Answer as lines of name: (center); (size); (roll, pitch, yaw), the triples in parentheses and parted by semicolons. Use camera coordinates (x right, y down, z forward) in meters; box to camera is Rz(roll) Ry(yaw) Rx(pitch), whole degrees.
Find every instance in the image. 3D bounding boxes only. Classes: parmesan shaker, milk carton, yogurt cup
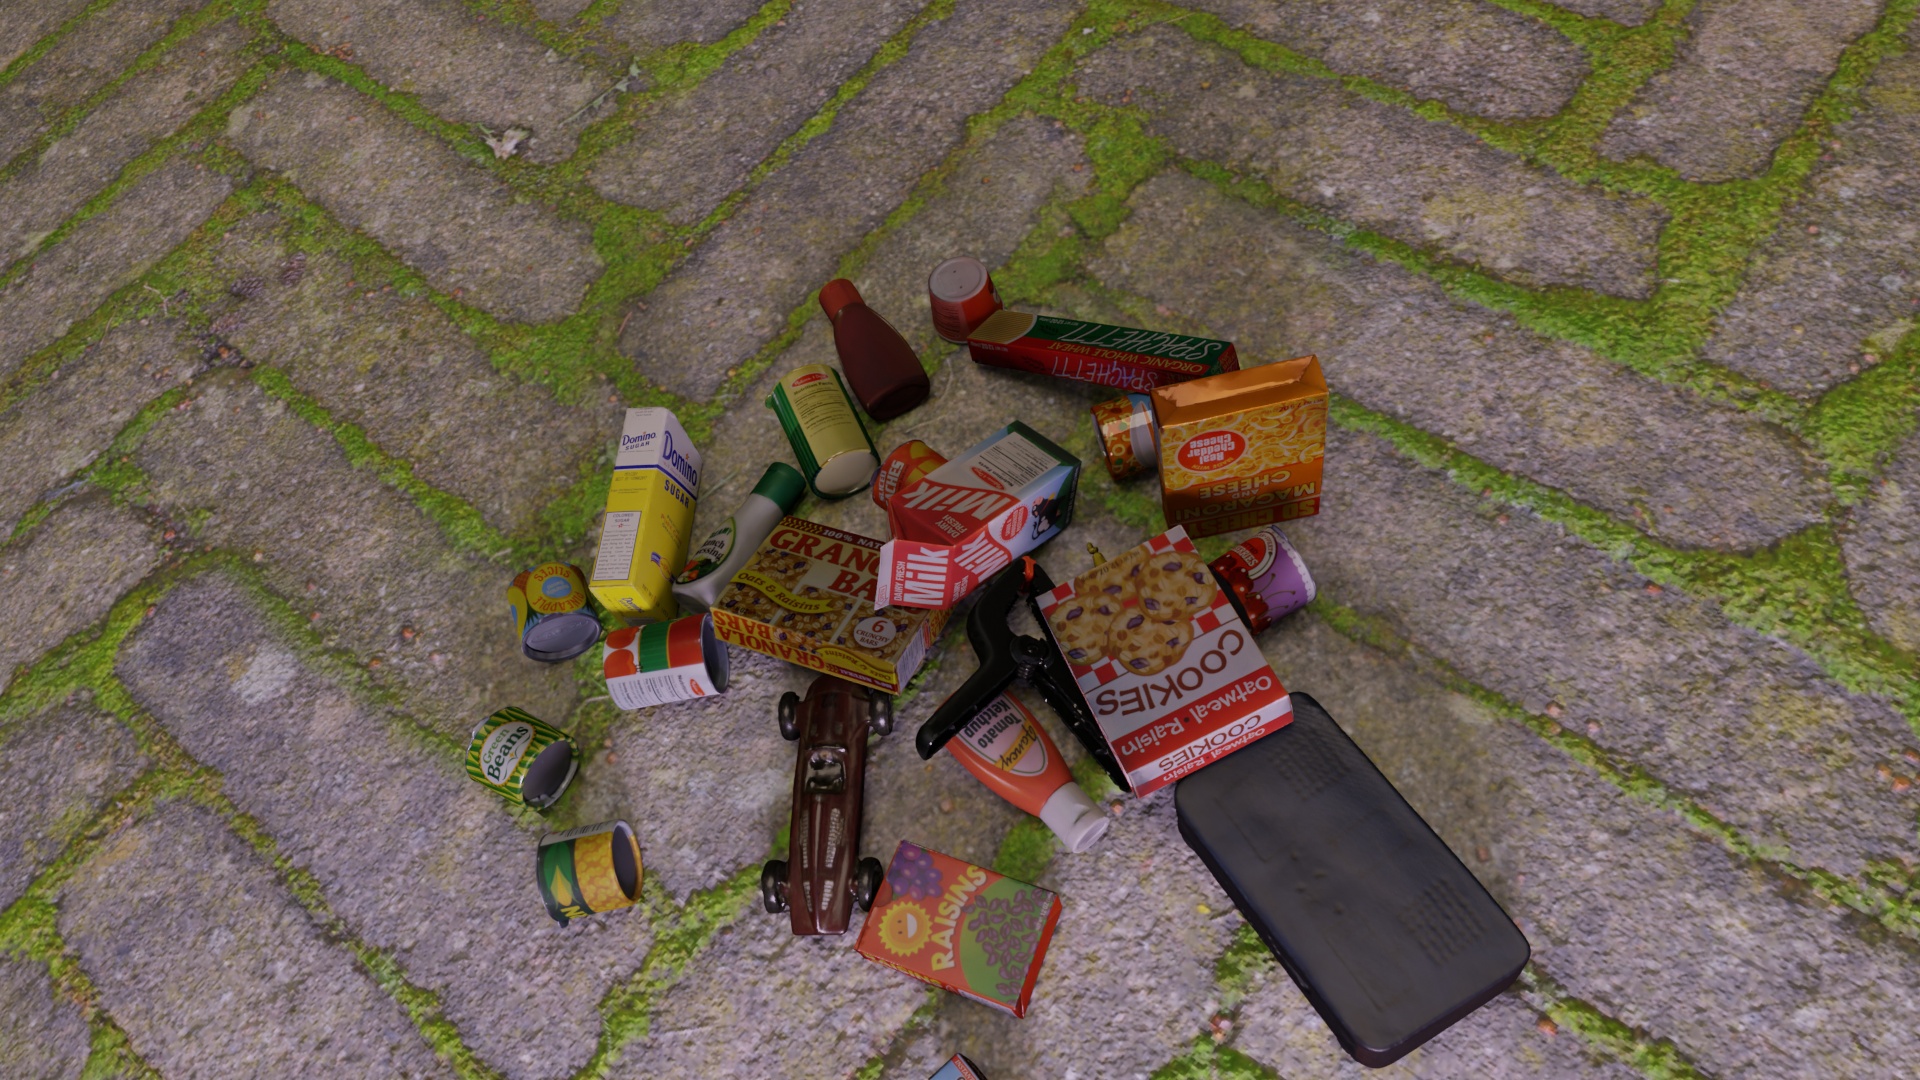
parmesan shaker: (-0.120, -0.093, 1.204); (0.071, 0.071, 0.103); (-25, 59, -3)
milk carton: (0.004, -0.014, 1.092); (0.073, 0.072, 0.191); (36, 50, 27)
yogurt cup: (0.003, -0.220, 1.261); (0.072, 0.053, 0.073); (-6, 59, 10)

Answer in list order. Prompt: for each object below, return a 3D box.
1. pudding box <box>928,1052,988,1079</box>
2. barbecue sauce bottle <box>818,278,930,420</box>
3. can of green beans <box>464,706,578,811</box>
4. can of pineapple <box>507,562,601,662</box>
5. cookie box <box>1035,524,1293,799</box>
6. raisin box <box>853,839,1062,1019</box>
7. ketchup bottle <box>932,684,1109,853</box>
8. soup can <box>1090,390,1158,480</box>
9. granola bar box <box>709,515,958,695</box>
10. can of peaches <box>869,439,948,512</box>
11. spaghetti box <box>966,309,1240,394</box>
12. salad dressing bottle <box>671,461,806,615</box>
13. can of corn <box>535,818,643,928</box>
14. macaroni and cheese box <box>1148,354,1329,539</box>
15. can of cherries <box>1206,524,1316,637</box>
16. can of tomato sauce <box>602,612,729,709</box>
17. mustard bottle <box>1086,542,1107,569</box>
pudding box: (0.019, 0.381, 0.910); (0.030, 0.049, 0.084); (-40, 60, -10)
barbecue sauce bottle: (-0.085, -0.178, 1.261); (0.065, 0.043, 0.149); (-27, 58, -5)
can of green beans: (-0.346, 0.173, 1.097); (0.058, 0.071, 0.071); (22, 67, 22)
can of pineapple: (-0.340, 0.058, 1.161); (0.071, 0.070, 0.058); (-26, 59, -3)
cookie box: (0.143, 0.084, 0.994); (0.123, 0.040, 0.168); (-27, 51, 1)
raisin box: (-0.001, 0.274, 0.982); (0.123, 0.040, 0.086); (15, 65, 20)
ketchup bottle: (0.047, 0.168, 1.031); (0.065, 0.043, 0.149); (-36, 60, -20)
soup can: (0.157, -0.091, 1.144); (0.084, 0.071, 0.071); (-19, 58, 2)
granola bar box: (-0.097, 0.047, 1.111); (0.165, 0.038, 0.125); (15, 44, 19)
can of peaches: (-0.032, -0.041, 1.154); (0.058, 0.071, 0.071); (36, 73, 26)
spaghetti box: (0.115, -0.157, 1.168); (0.250, 0.028, 0.050); (16, 50, 39)
salad dressing bottle: (-0.184, -0.001, 1.175); (0.064, 0.044, 0.148); (-2, 47, 49)
can of corn: (-0.276, 0.249, 1.040); (0.058, 0.071, 0.071); (-13, 59, 4)
macaroni and cheese box: (0.213, -0.066, 1.061); (0.124, 0.165, 0.040); (-12, 59, 5)
can of cherries: (0.227, 0.030, 1.058); (0.058, 0.071, 0.072); (-31, 59, -5)
can of tomato sauce: (-0.236, 0.096, 1.120); (0.083, 0.071, 0.071); (-11, 59, 7)
mustard bottle: (0.131, 0.066, 1.070); (0.065, 0.048, 0.161); (-20, 57, -1)
